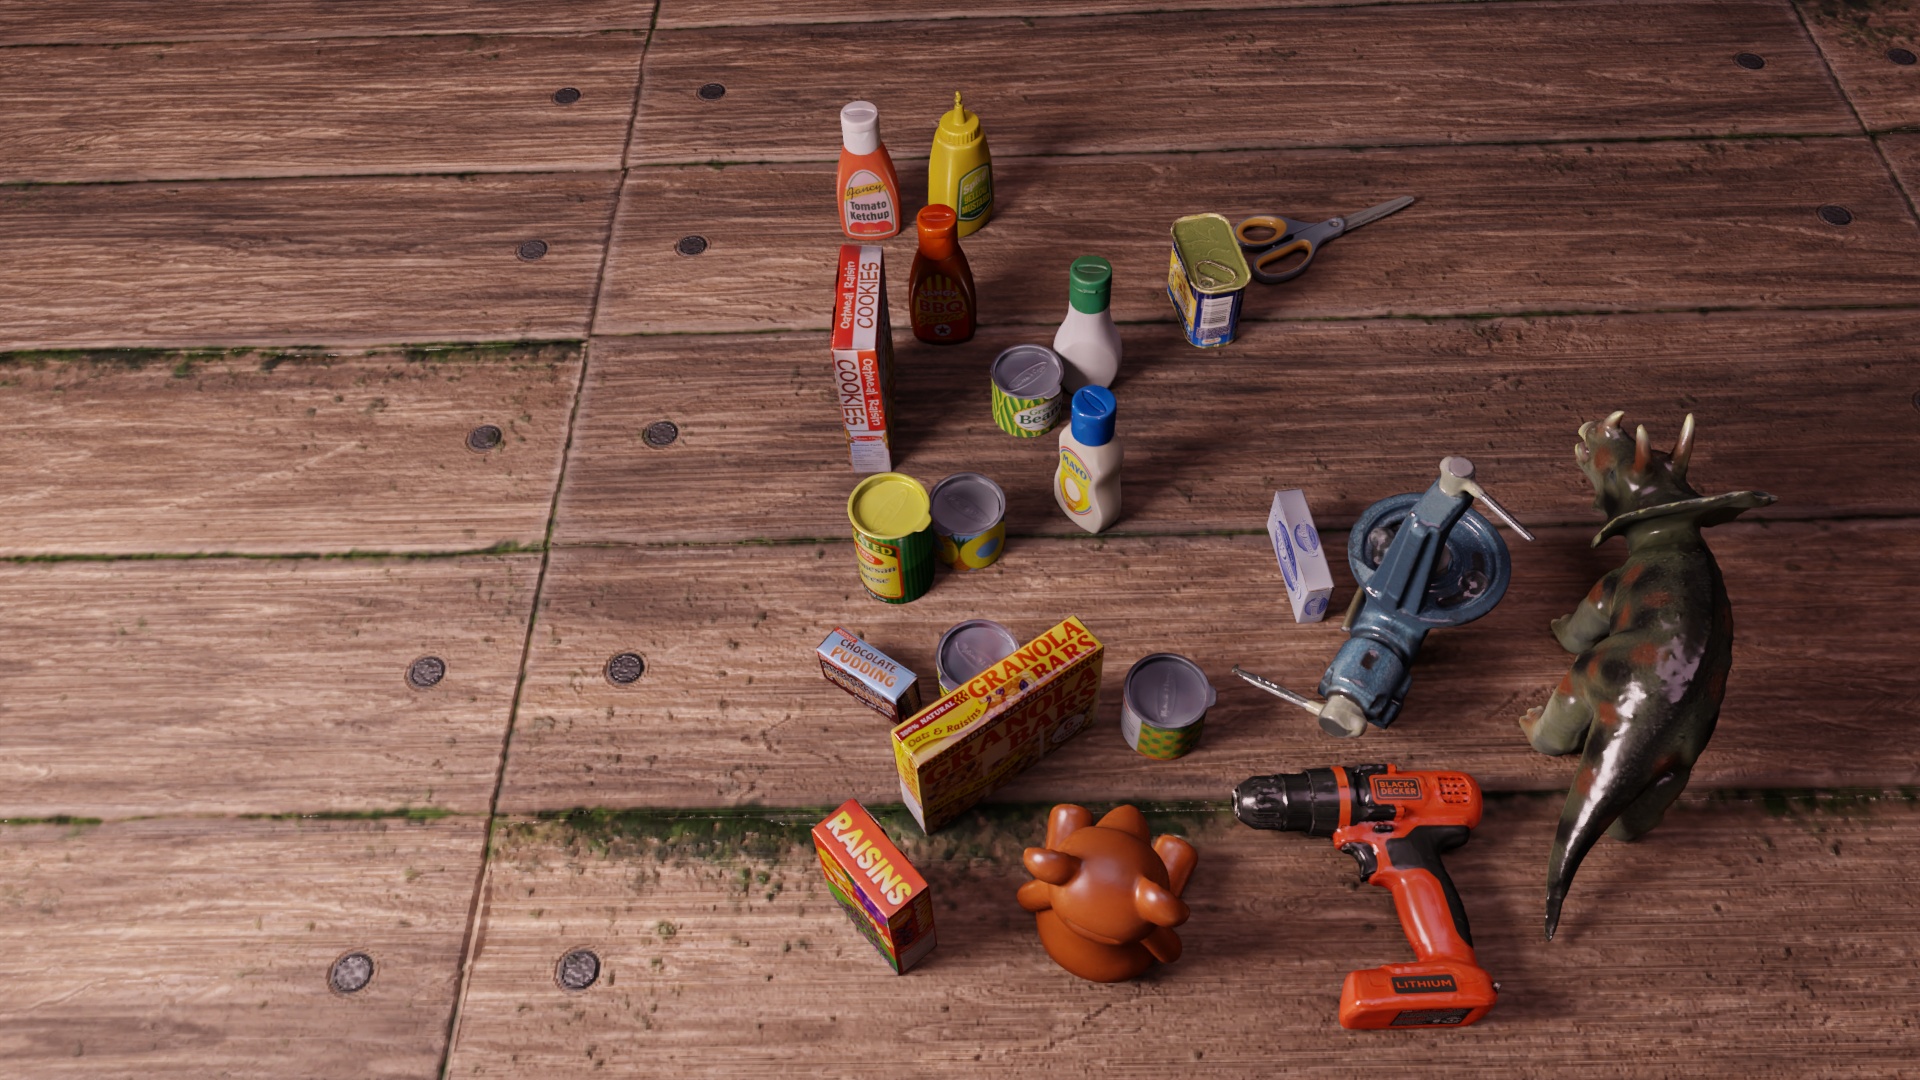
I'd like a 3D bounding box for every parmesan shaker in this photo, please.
[{"bbox_3d":[-0.054,0.001,1.156,0.071,0.102,0.071,-1,55,2],"label":"parmesan shaker"}]

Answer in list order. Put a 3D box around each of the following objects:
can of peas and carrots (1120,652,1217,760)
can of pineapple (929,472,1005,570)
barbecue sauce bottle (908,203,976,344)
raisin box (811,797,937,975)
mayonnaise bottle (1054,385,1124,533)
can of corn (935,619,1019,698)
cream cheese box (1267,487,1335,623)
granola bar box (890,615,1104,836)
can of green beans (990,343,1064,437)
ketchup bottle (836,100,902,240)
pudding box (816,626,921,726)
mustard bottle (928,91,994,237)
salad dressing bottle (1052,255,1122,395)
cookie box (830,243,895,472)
[{"bbox_3d":[0.162,0.130,1.084,0.071,0.058,0.071,-1,55,2],"label":"can of peas and carrots"},{"bbox_3d":[0.004,-0.015,1.192,0.071,0.057,0.071,-1,55,2],"label":"can of pineapple"},{"bbox_3d":[-0.018,-0.248,1.301,0.065,0.147,0.044,1,56,3],"label":"barbecue sauce bottle"},{"bbox_3d":[-0.058,0.244,0.975,0.040,0.122,0.086,-35,61,-20],"label":"raisin box"},{"bbox_3d":[0.109,-0.070,1.172,0.041,0.147,0.065,-34,60,-19],"label":"mayonnaise bottle"},{"bbox_3d":[0.013,0.107,1.107,0.071,0.058,0.071,-1,55,2],"label":"can of corn"},{"bbox_3d":[0.285,0.013,1.164,0.024,0.053,0.104,-7,55,-2],"label":"cream cheese box"},{"bbox_3d":[0.029,0.139,1.044,0.166,0.123,0.039,-31,60,-18],"label":"granola bar box"},{"bbox_3d":[0.061,-0.137,1.275,0.071,0.057,0.071,-1,55,2],"label":"can of green beans"},{"bbox_3d":[-0.094,-0.368,1.387,0.065,0.148,0.044,-2,55,1],"label":"ketchup bottle"},{"bbox_3d":[-0.073,0.109,1.114,0.084,0.049,0.030,31,62,21],"label":"pudding box"},{"bbox_3d":[0.000,-0.376,1.382,0.065,0.159,0.049,-36,61,-20],"label":"mustard bottle"},{"bbox_3d":[0.116,-0.193,1.257,0.064,0.147,0.044,5,56,6],"label":"salad dressing bottle"},{"bbox_3d":[-0.084,-0.159,1.230,0.040,0.166,0.123,-1,55,2],"label":"cookie box"}]
